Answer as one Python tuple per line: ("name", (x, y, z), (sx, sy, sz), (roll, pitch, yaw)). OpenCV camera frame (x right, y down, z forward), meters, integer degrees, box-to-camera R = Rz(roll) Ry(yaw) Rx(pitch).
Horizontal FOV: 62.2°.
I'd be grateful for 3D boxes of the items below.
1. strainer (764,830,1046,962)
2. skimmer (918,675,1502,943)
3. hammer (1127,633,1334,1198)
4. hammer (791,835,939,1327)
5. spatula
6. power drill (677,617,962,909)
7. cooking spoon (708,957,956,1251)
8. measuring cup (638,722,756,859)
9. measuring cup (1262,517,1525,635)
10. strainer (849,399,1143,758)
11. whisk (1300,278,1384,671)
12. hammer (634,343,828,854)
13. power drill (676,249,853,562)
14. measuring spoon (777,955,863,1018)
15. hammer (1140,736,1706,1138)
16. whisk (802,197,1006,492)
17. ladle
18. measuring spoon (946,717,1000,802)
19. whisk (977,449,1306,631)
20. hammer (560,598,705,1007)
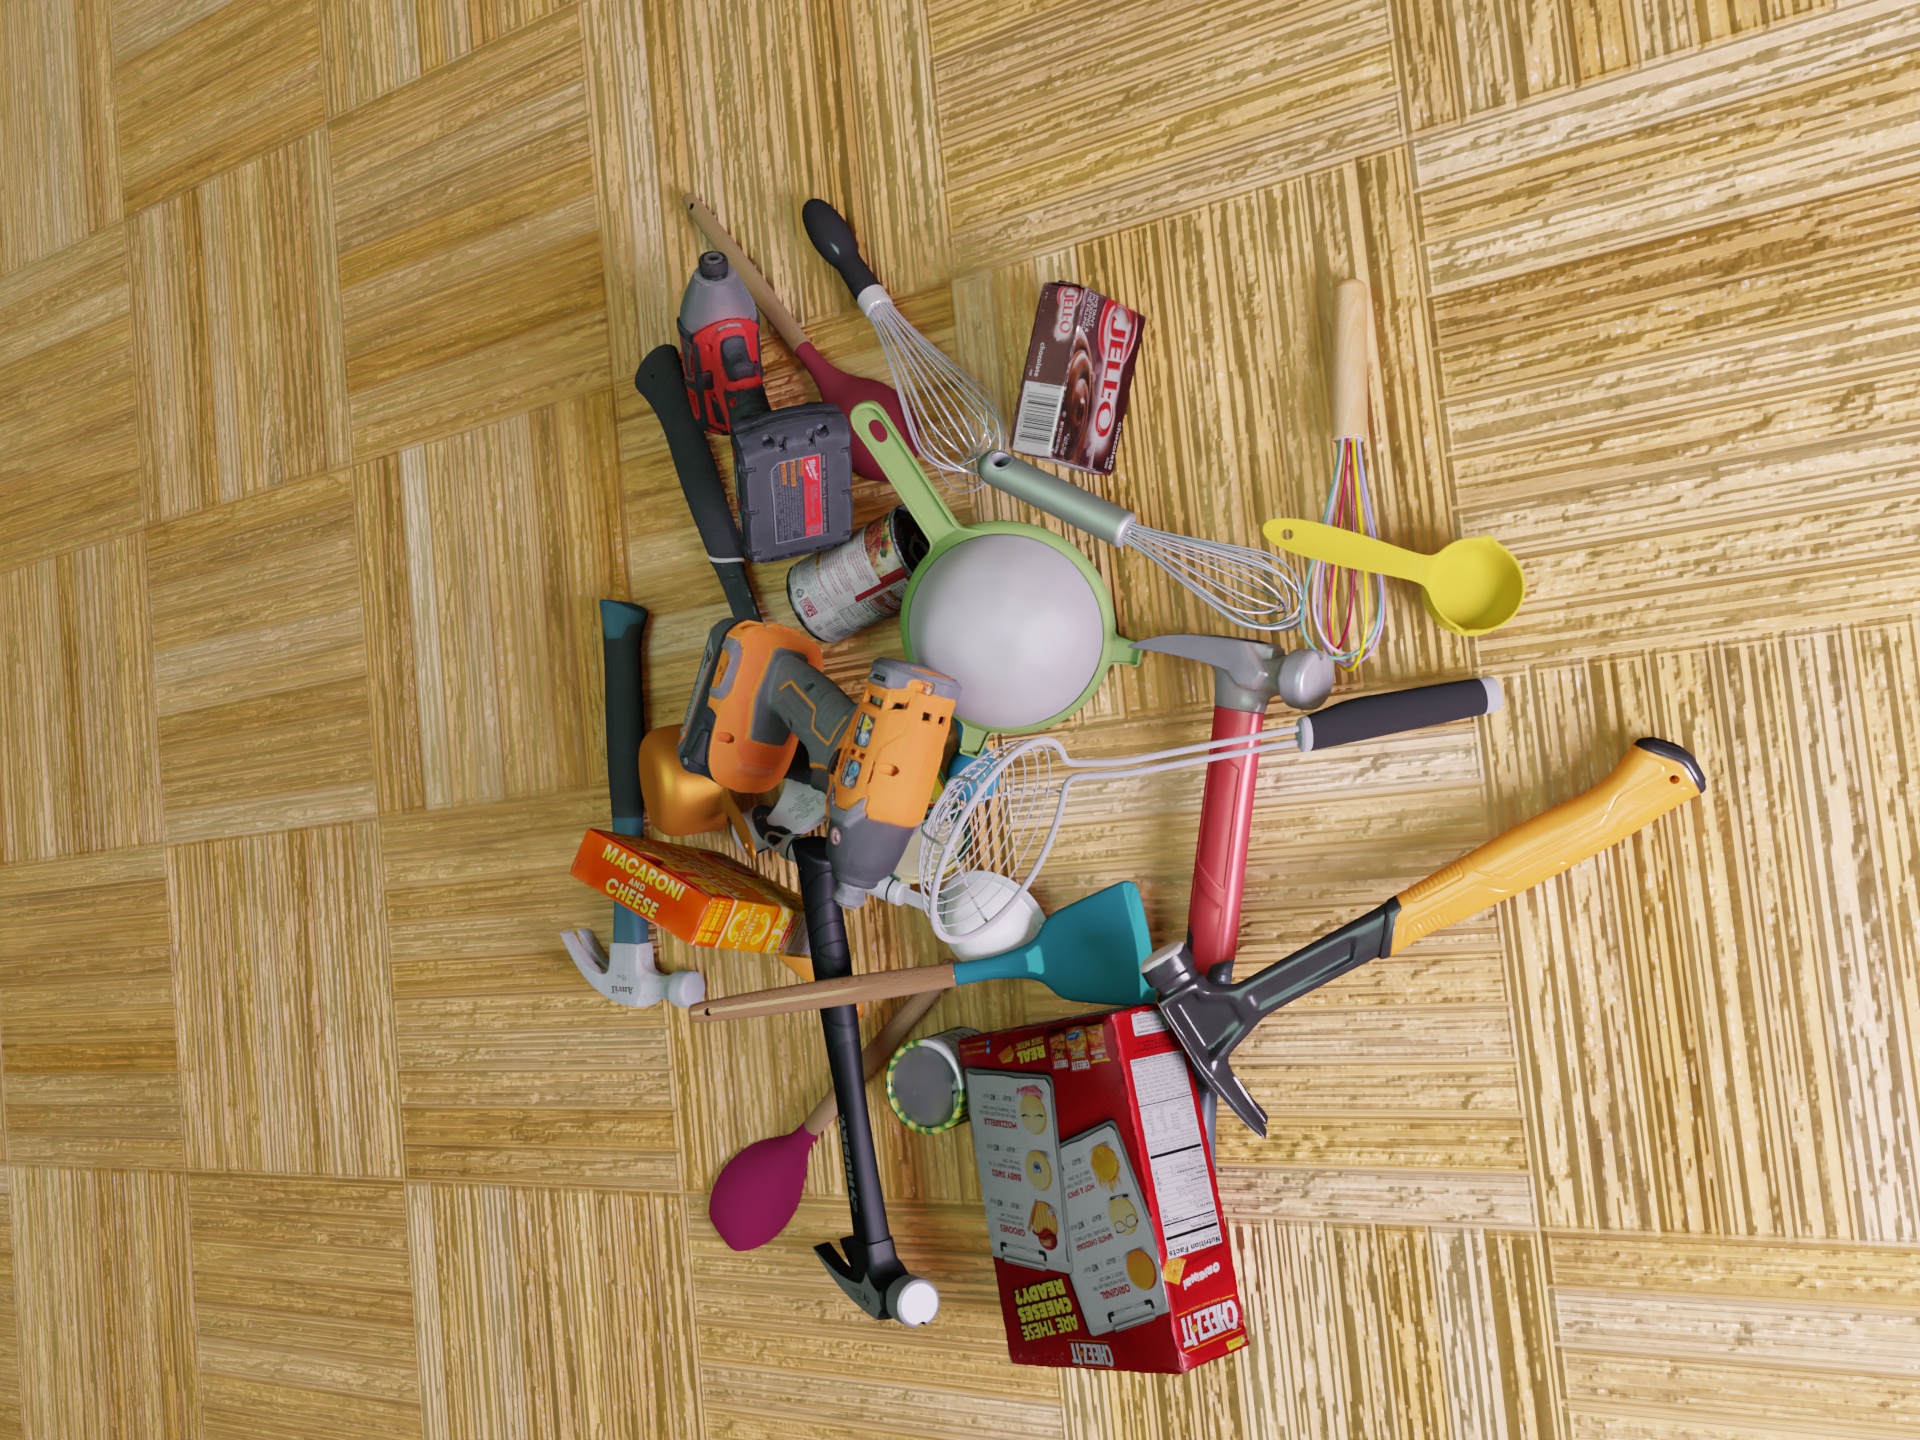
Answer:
("strainer", (-0.039, 0.127, 1.138), (0.258, 0.050, 0.086), (19, 121, 27))
("skimmer", (0.149, 0.040, 0.908), (0.363, 0.127, 0.090), (-11, 46, -7))
("hammer", (0.150, 0.138, 1.030), (0.143, 0.038, 0.386), (13, 100, 46))
("hammer", (-0.082, 0.248, 1.130), (0.146, 0.035, 0.335), (-15, 84, 63))
("spatula", (-0.030, 0.172, 1.065), (0.317, 0.044, 0.082), (-10, 83, 5))
("power drill", (-0.102, 0.023, 1.086), (0.227, 0.084, 0.164), (21, 95, 48))
("cooking spoon", (-0.098, 0.290, 1.197), (0.069, 0.017, 0.319), (47, 113, 22))
("measuring cup", (-0.200, 0.063, 1.192), (0.174, 0.052, 0.095), (-134, 41, -56))
("measuring cup", (0.255, -0.092, 0.949), (0.156, 0.029, 0.062), (17, 83, 6))
("strainer", (-0.003, -0.098, 1.057), (0.151, 0.069, 0.256), (-30, 100, 20))
("whisk", (0.239, -0.152, 0.988), (0.051, 0.047, 0.245), (0, 85, 19))
("hammer", (-0.173, -0.110, 1.236), (0.149, 0.036, 0.409), (-27, 76, 27))
("power drill", (-0.149, -0.228, 1.138), (0.143, 0.078, 0.220), (93, 156, -47))
("measuring spoon", (-0.118, 0.190, 1.213), (0.117, 0.011, 0.021), (37, 108, 26))
("hammer", (0.278, 0.117, 0.933), (0.337, 0.034, 0.127), (-33, 90, 16))
("whisk", (-0.046, -0.281, 1.153), (0.070, 0.070, 0.285), (-41, 66, 24))
("ladle", (-0.132, -0.303, 1.220), (0.069, 0.031, 0.316), (-46, 66, 22))
("measuring spoon", (-0.002, -0.004, 1.138), (0.042, 0.021, 0.128), (-12, 85, 30))
("whisk", (0.115, -0.121, 1.041), (0.246, 0.059, 0.058), (29, 61, 20))
("hammer", (-0.270, 0.065, 1.295), (0.128, 0.033, 0.331), (-3, 88, 30))
